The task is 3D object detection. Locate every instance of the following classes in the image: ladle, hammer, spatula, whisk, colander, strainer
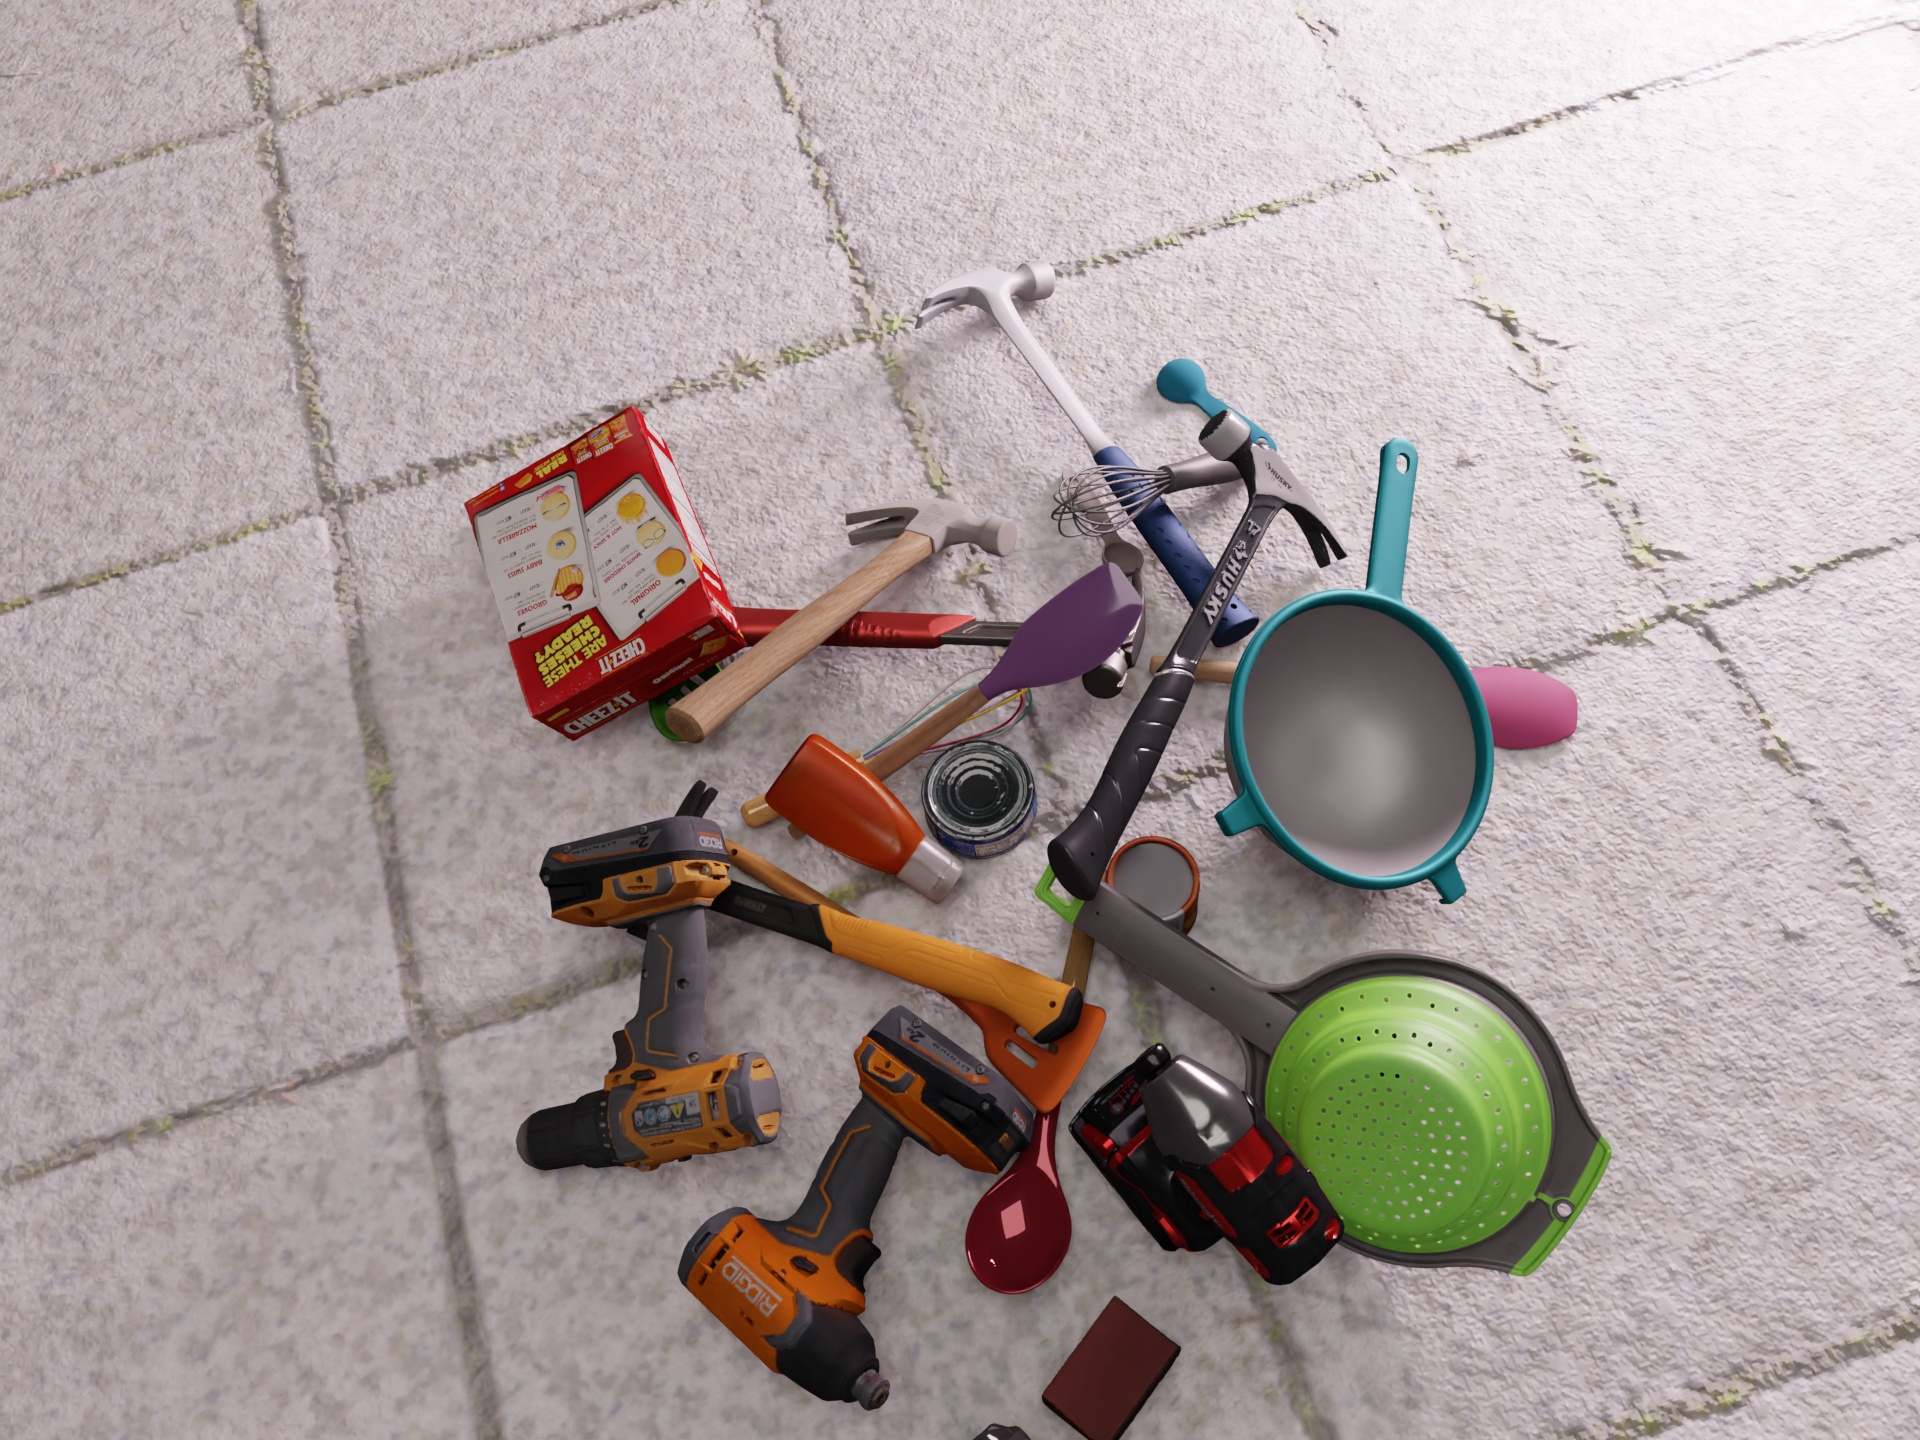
[{"bbox_3d":[0.065,0.235,1.094,0.069,0.031,0.316,6,62,16],"label":"ladle"},{"bbox_3d":[-0.071,0.145,1.116,0.337,0.034,0.127,16,76,21],"label":"hammer"},{"bbox_3d":[-0.100,-0.083,1.201,0.130,0.031,0.331,19,43,31],"label":"hammer"},{"bbox_3d":[-0.048,0.164,1.132,0.323,0.041,0.081,29,78,20],"label":"spatula"},{"bbox_3d":[0.165,-0.042,1.148,0.149,0.036,0.409,40,59,-16],"label":"hammer"},{"bbox_3d":[0.160,-0.185,1.240,0.239,0.055,0.055,-20,59,-37],"label":"whisk"},{"bbox_3d":[-0.038,-0.075,1.239,0.359,0.036,0.149,3,34,14],"label":"hammer"},{"bbox_3d":[-0.053,0.022,1.209,0.245,0.051,0.047,-25,45,-2],"label":"whisk"},{"bbox_3d":[0.204,0.208,1.003,0.397,0.094,0.204,32,103,18],"label":"colander"},{"bbox_3d":[-0.002,-0.004,1.158,0.316,0.018,0.060,-36,79,14],"label":"spatula"},{"bbox_3d":[0.108,-0.224,1.299,0.144,0.035,0.406,-18,64,-30],"label":"hammer"},{"bbox_3d":[0.278,-0.040,1.151,0.211,0.095,0.340,18,71,-16],"label":"strainer"}]

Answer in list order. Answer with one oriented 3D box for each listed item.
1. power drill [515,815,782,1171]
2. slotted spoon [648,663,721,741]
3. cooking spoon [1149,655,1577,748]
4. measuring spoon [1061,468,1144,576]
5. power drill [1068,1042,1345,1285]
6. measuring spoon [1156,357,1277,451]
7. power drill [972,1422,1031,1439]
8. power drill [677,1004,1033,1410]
[{"bbox_3d":[-0.229,0.194,1.092,0.185,0.084,0.226,-15,78,14],"label":"power drill"},{"bbox_3d":[-0.289,-0.089,1.291,0.314,0.031,0.070,43,93,25],"label":"slotted spoon"},{"bbox_3d":[0.303,-0.025,1.204,0.319,0.017,0.069,7,65,8],"label":"cooking spoon"},{"bbox_3d":[0.111,-0.160,1.296,0.034,0.018,0.124,-13,54,-21],"label":"measuring spoon"},{"bbox_3d":[0.139,0.258,0.955,0.078,0.219,0.143,-38,83,-13],"label":"power drill"},{"bbox_3d":[0.216,-0.265,1.331,0.042,0.021,0.129,-41,65,-14],"label":"measuring spoon"},{"bbox_3d":[0.047,0.542,0.915,0.171,0.080,0.223,-41,70,-14],"label":"power drill"},{"bbox_3d":[-0.055,0.315,1.020,0.164,0.084,0.226,29,71,36],"label":"power drill"}]
